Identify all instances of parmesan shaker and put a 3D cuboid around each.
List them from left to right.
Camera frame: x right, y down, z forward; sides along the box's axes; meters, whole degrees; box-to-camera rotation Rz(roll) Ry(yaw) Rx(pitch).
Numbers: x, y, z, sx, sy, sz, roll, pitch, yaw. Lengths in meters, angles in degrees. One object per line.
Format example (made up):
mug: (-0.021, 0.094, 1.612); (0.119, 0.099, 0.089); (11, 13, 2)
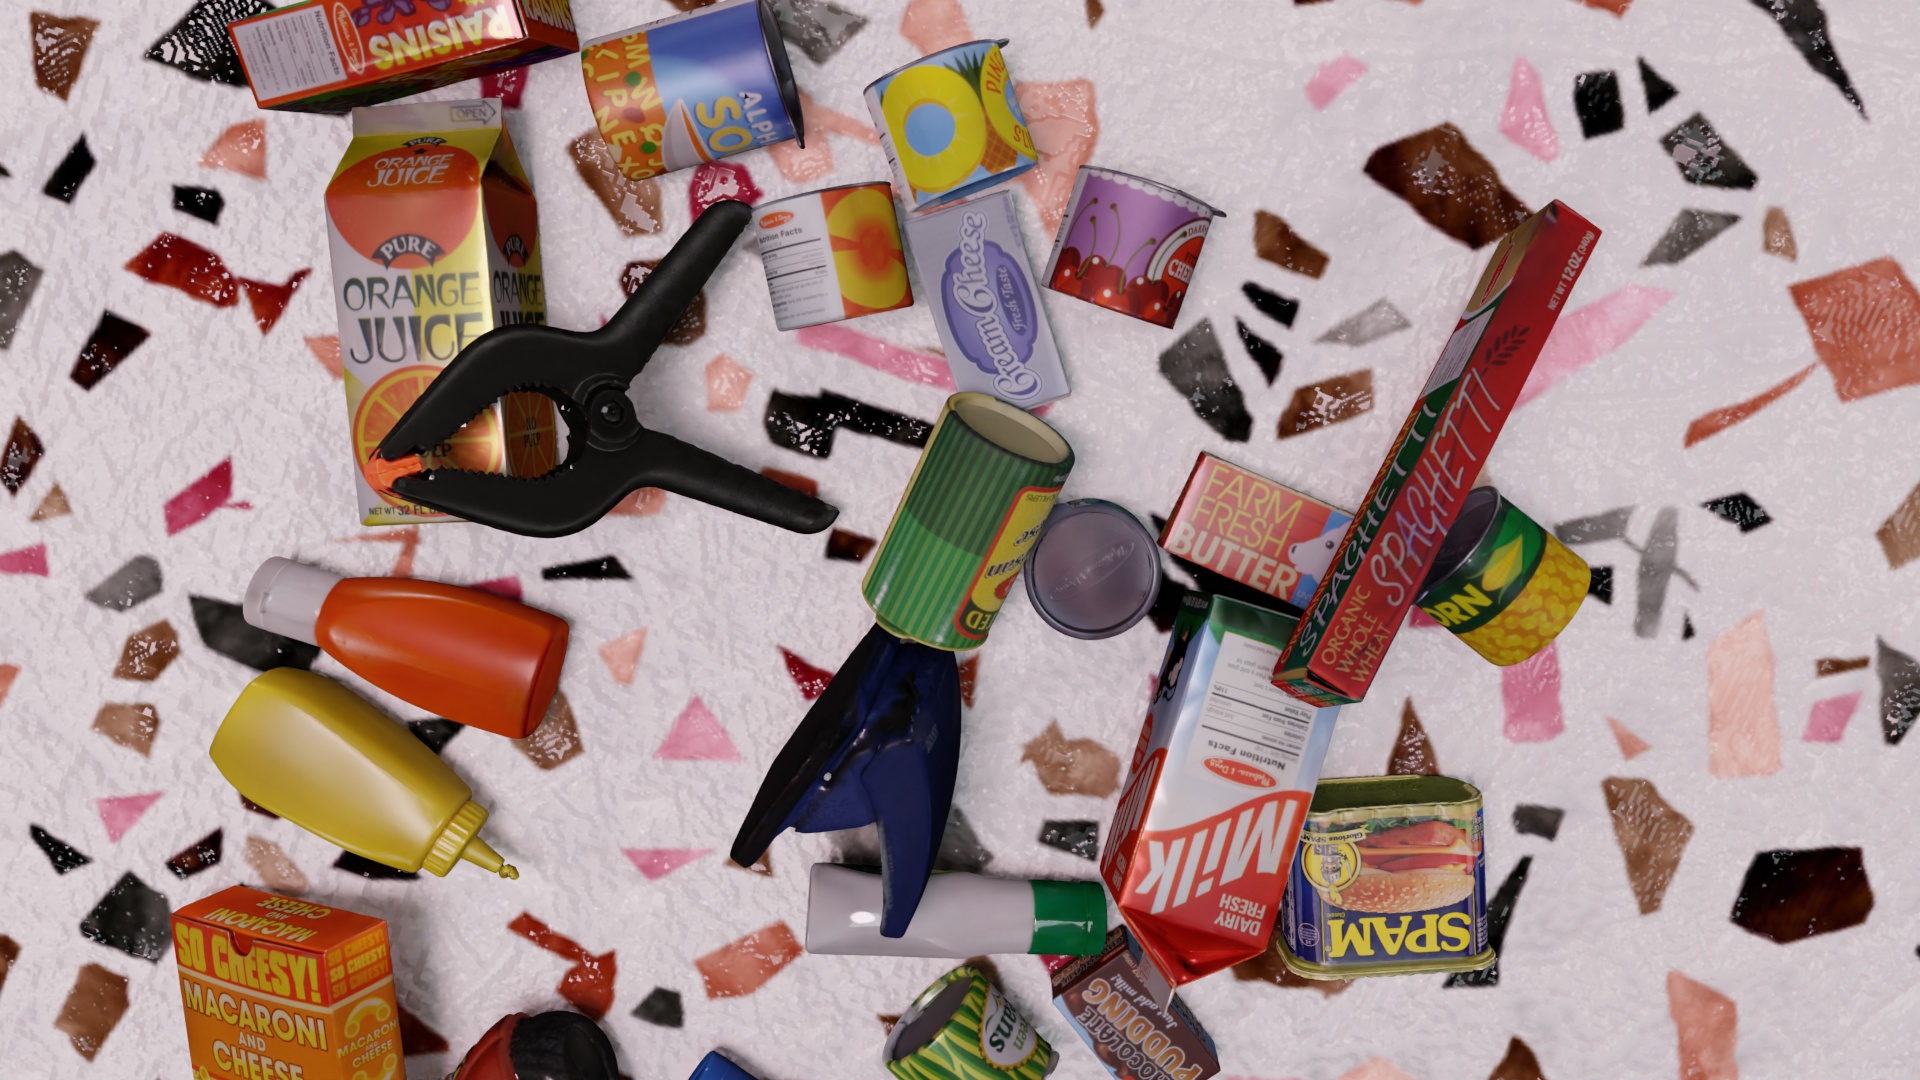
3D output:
parmesan shaker: (0.002, -0.008, 0.644); (0.071, 0.071, 0.102); (25, 114, -2)

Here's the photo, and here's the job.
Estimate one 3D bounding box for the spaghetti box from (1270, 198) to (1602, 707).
spaghetti box: (0.212, -0.038, 0.619); (0.029, 0.050, 0.250); (31, 79, 0)

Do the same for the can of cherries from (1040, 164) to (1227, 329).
can of cherries: (0.079, -0.133, 0.638); (0.071, 0.071, 0.058); (19, 99, -1)

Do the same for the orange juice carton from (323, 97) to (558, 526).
orange juice carton: (-0.240, -0.106, 0.647); (0.072, 0.073, 0.192); (-2, 98, 3)

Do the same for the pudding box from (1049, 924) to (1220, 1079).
pudding box: (0.089, 0.248, 0.714); (0.049, 0.030, 0.083); (-36, 96, 7)

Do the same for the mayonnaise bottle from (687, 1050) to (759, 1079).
mayonnaise bottle: (-0.079, 0.322, 0.723); (0.148, 0.041, 0.064); (35, 100, -4)

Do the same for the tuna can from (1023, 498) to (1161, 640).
tuna can: (0.062, 0.011, 0.678); (0.071, 0.033, 0.071); (0, 99, 1)

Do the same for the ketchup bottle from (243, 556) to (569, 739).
ketchup bottle: (-0.274, 0.047, 0.686); (0.149, 0.043, 0.064); (18, 98, -1)

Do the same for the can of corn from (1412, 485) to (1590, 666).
can of corn: (0.251, 0.019, 0.657); (0.058, 0.071, 0.071); (37, 98, -5)

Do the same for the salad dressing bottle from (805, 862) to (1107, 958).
salad dressing bottle: (-0.002, 0.187, 0.695); (0.148, 0.064, 0.044); (4, 68, -7)

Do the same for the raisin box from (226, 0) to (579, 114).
raisin box: (-0.244, -0.226, 0.623); (0.123, 0.086, 0.040); (-13, 104, 4)

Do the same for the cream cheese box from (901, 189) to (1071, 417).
cream cheese box: (0.013, -0.111, 0.665); (0.053, 0.024, 0.103); (-18, 98, 4)

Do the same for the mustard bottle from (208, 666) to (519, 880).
mustard bottle: (-0.290, 0.127, 0.696); (0.160, 0.049, 0.065); (34, 98, -4)

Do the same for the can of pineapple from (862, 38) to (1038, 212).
can of pineapple: (-0.002, -0.188, 0.633); (0.071, 0.071, 0.057); (-20, 99, 4)

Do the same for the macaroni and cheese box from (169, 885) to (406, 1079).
macaroni and cheese box: (-0.333, 0.267, 0.697); (0.123, 0.040, 0.166); (1, 100, 29)

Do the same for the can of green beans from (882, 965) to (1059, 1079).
can of green beans: (0.003, 0.258, 0.700); (0.071, 0.071, 0.058); (-41, 95, 7)

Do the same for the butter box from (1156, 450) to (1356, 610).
butter box: (0.154, -0.001, 0.679); (0.103, 0.024, 0.053); (22, 98, -2)

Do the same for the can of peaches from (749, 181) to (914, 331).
can of peaches: (-0.057, -0.131, 0.644); (0.071, 0.071, 0.058); (-11, 98, 3)

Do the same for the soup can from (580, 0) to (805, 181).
soup can: (-0.120, -0.203, 0.633); (0.084, 0.071, 0.071); (-15, 98, 4)

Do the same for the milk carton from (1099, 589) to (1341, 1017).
milk carton: (0.119, 0.124, 0.660); (0.073, 0.072, 0.190); (17, 88, -1)
